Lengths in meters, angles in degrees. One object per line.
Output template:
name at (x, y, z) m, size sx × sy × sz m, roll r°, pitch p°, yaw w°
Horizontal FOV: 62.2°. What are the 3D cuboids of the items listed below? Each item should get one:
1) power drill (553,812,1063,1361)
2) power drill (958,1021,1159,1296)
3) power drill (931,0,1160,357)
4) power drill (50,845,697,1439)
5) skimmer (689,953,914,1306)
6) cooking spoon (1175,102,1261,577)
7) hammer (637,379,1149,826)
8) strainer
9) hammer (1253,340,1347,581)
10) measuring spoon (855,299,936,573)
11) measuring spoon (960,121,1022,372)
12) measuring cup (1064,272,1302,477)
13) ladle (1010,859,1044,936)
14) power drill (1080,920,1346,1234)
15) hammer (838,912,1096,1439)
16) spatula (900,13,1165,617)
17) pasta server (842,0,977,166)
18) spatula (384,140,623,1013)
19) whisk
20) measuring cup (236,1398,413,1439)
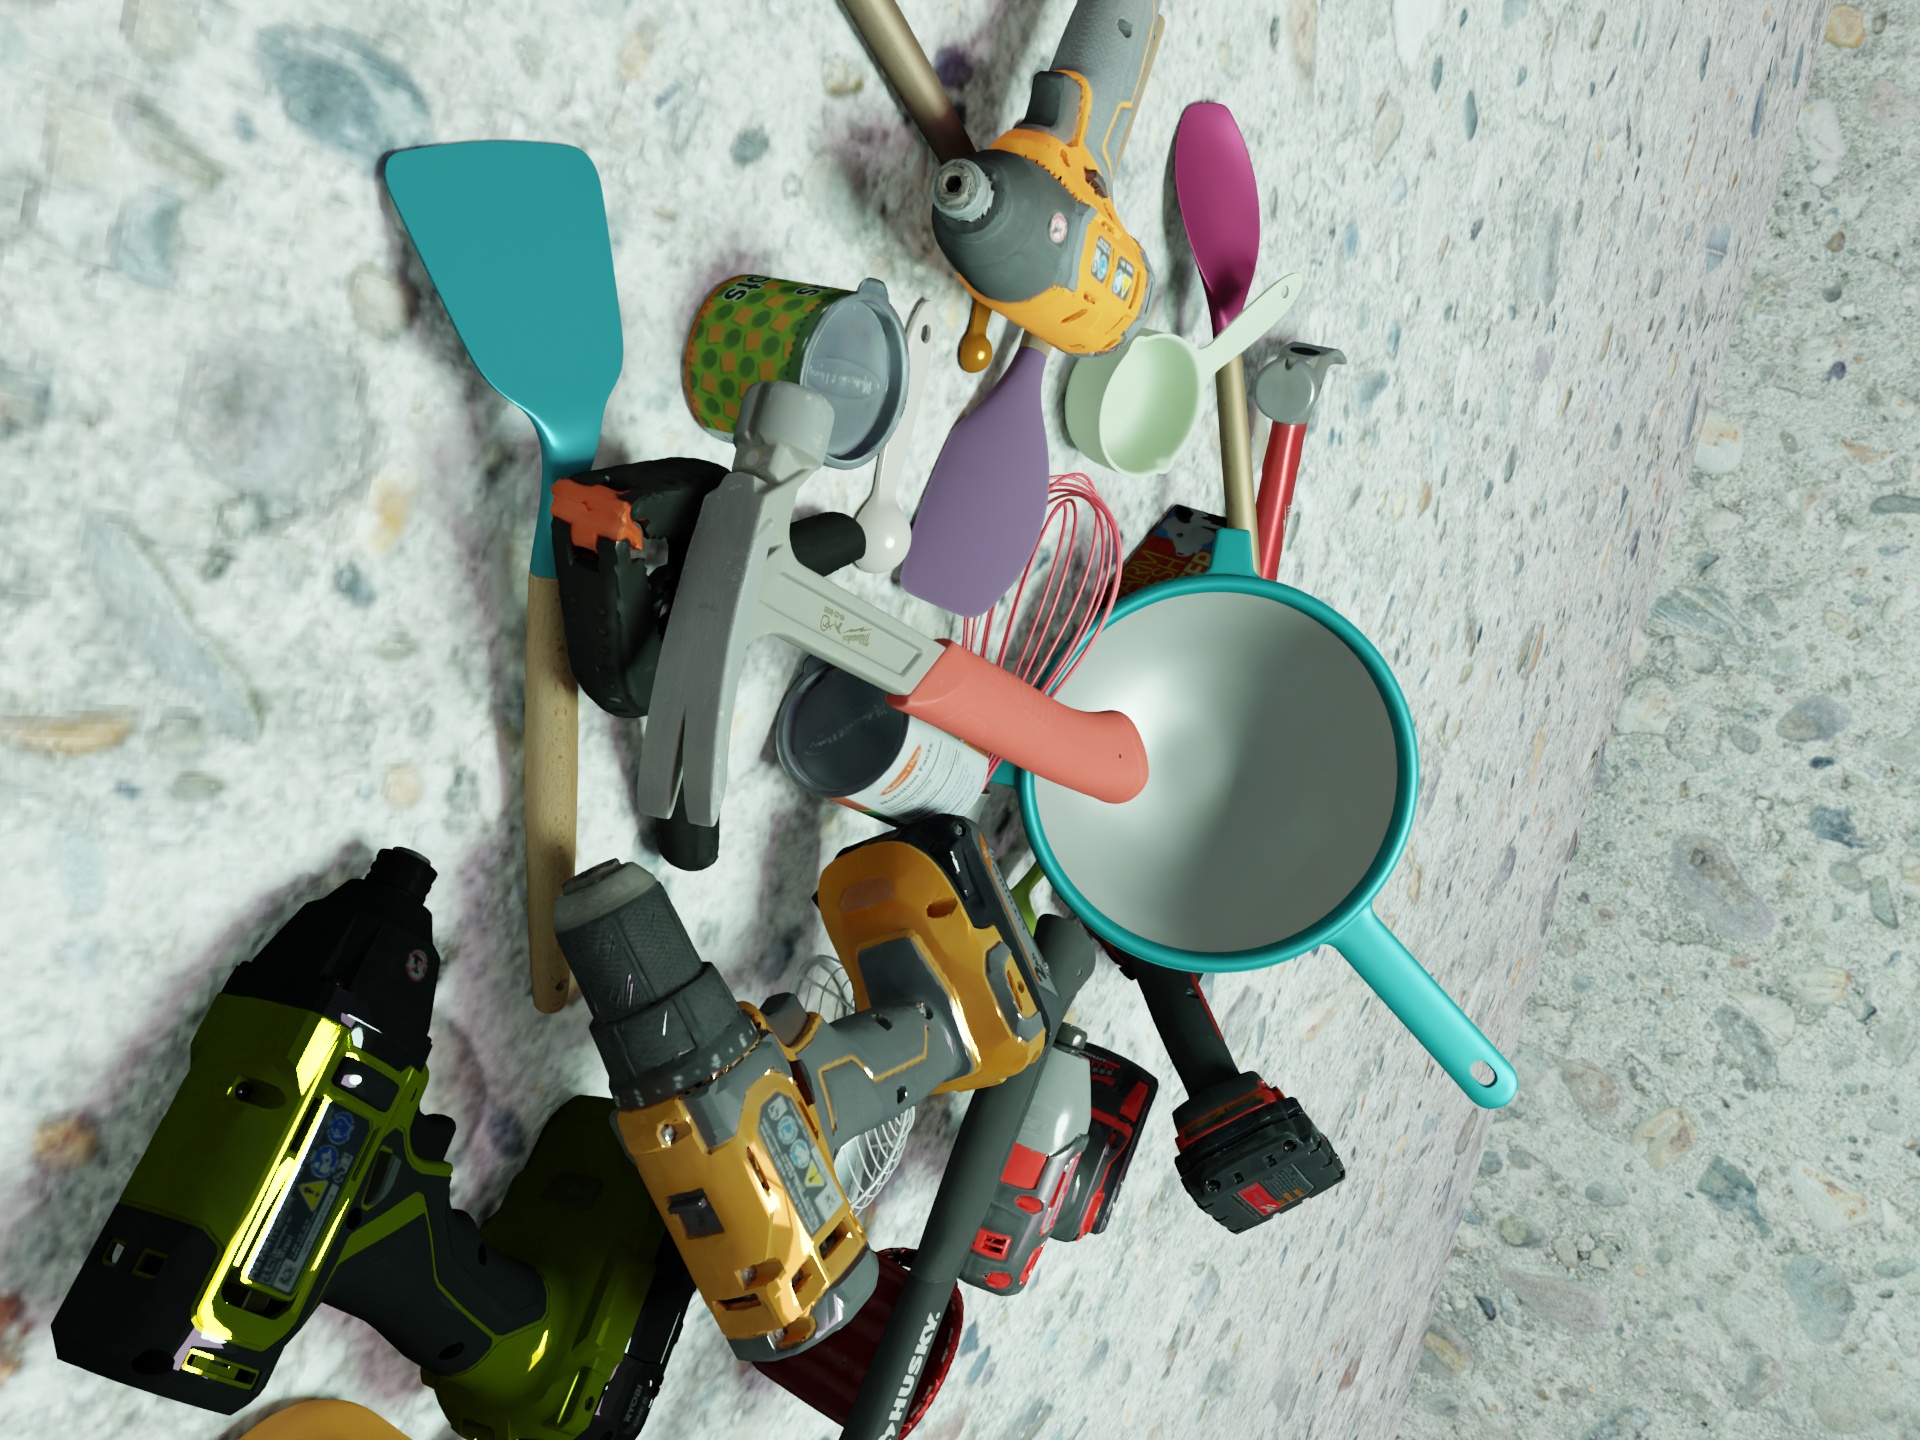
power drill at (-0.058, 0.111, 0.640) m, size 0.226 × 0.084 × 0.185 m, roll -36°, pitch 102°, yaw -57°
power drill at (0.052, 0.241, 0.919) m, size 0.219 × 0.078 × 0.143 m, roll 35°, pitch 75°, yaw -73°
power drill at (0.048, -0.278, 0.658) m, size 0.164 × 0.084 × 0.226 m, roll 0°, pitch 104°, yaw -66°
power drill at (-0.176, 0.161, 0.552) m, size 0.223 × 0.080 × 0.171 m, roll 56°, pitch 45°, yaw -50°
skimmer at (-0.151, 0.248, 0.694) m, size 0.363 × 0.090 × 0.127 m, roll -38°, pitch 132°, yaw -28°
cooking spoon at (0.153, -0.181, 0.901) m, size 0.068 × 0.017 × 0.318 m, roll -20°, pitch 108°, yaw -39°
hammer at (-0.001, -0.002, 0.665) m, size 0.358 × 0.037 × 0.149 m, roll 27°, pitch 73°, yaw -60°
strainer at (0.179, 0.073, 0.878) m, size 0.211 × 0.340 × 0.095 m, roll -42°, pitch -178°, yaw 3°
hammer at (0.195, -0.058, 1.072) m, size 0.143 × 0.038 × 0.386 m, roll -41°, pitch 143°, yaw -61°
measuring spoon at (-0.023, -0.125, 0.710) m, size 0.034 × 0.018 × 0.124 m, roll -1°, pitch 105°, yaw -58°
measuring spoon at (0.020, -0.218, 0.736) m, size 0.021 × 0.011 × 0.117 m, roll 1°, pitch 105°, yaw -58°
measuring cup at (0.120, -0.197, 0.853) m, size 0.167 × 0.038 × 0.083 m, roll -42°, pitch 134°, yaw -22°
ladle at (0.086, 0.056, 0.950) m, size 0.320 × 0.062 × 0.078 m, roll -53°, pitch 180°, yaw -34°
power drill at (0.149, 0.196, 0.992) m, size 0.080 × 0.227 × 0.187 m, roll -30°, pitch 146°, yaw 7°
hammer at (-0.010, 0.251, 0.762) m, size 0.146 × 0.035 × 0.335 m, roll 41°, pitch 68°, yaw -52°
spatula at (0.045, -0.199, 0.767) m, size 0.018 × 0.059 × 0.316 m, roll 171°, pitch -62°, yaw -74°
pasta server at (-0.042, -0.286, 0.575) m, size 0.316 × 0.040 × 0.060 m, roll 44°, pitch 59°, yaw -58°
spatula at (-0.149, -0.032, 0.555) m, size 0.082 × 0.044 × 0.317 m, roll -28°, pitch 134°, yaw -50°
whisk at (0.012, 0.015, 0.808) m, size 0.073 × 0.073 × 0.296 m, roll 5°, pitch 108°, yaw -59°
measuring cup at (-0.255, 0.289, 0.526) m, size 0.173 × 0.052 × 0.095 m, roll -6°, pitch 111°, yaw -55°
